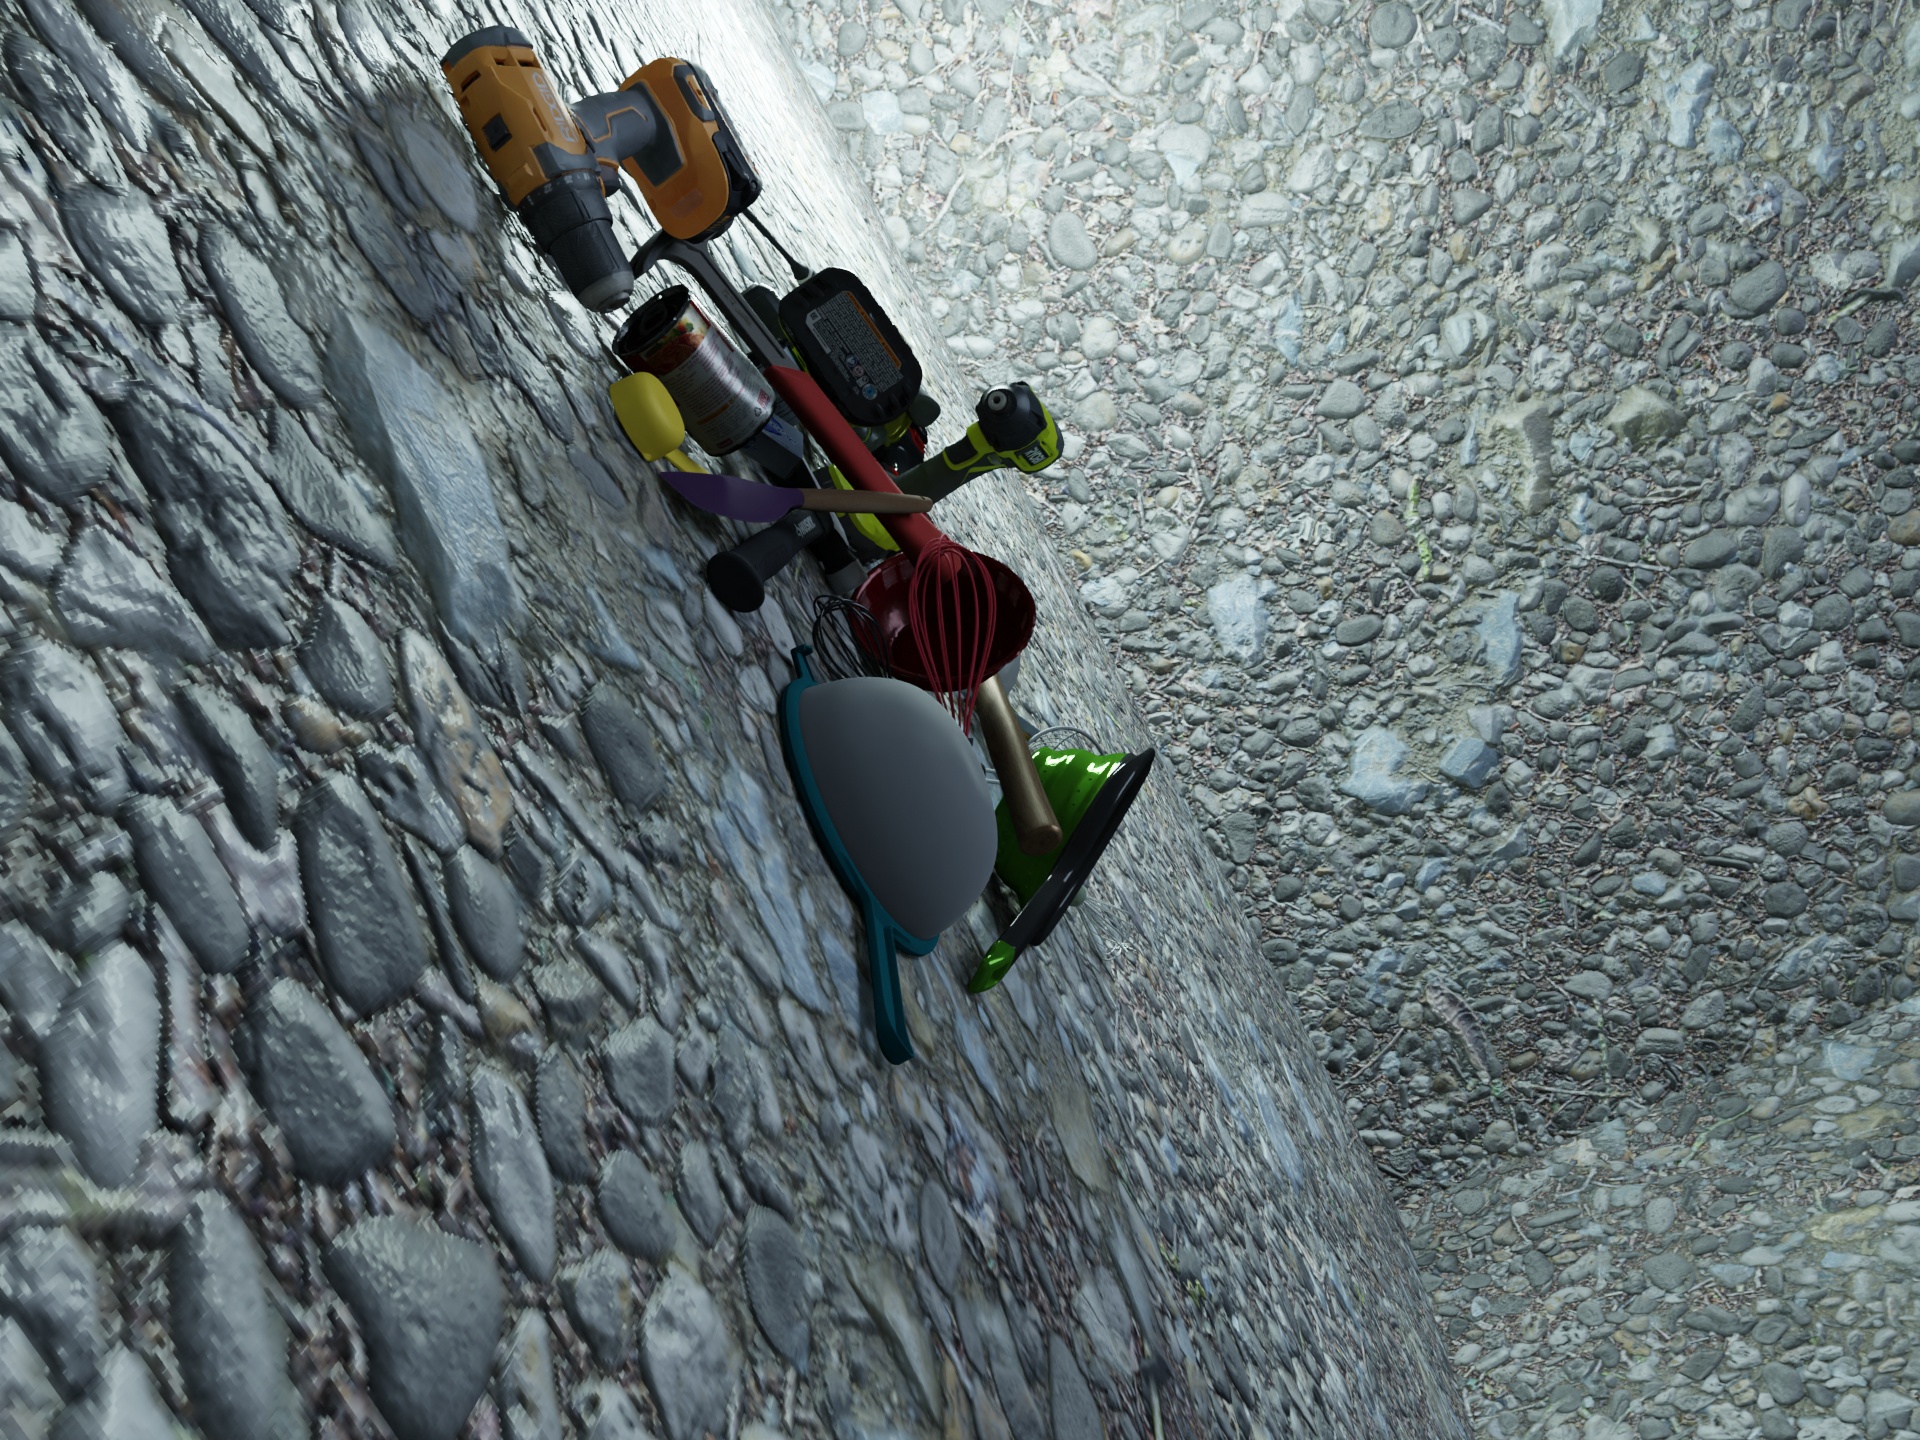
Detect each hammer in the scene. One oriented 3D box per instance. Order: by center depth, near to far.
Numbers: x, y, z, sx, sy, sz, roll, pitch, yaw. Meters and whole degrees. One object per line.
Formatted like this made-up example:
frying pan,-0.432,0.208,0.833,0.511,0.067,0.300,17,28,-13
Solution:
hammer,-0.138,-0.138,1.195,0.146,0.035,0.335,62,11,-11
hammer,-0.121,-0.245,1.271,0.358,0.037,0.149,51,38,-22
hammer,0.030,0.001,1.359,0.332,0.130,0.031,-107,172,-53
hammer,-0.161,-0.437,1.523,0.409,0.036,0.149,49,7,5

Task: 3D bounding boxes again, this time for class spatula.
spatula,-0.105,-0.162,1.175,0.060,0.018,0.316,41,23,20

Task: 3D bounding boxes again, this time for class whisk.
whisk,-0.055,-0.013,1.260,0.055,0.055,0.238,-104,168,-47
whisk,-0.002,-0.004,1.274,0.073,0.073,0.296,17,69,-75
whisk,-0.052,-0.116,1.523,0.051,0.047,0.245,65,14,3
whisk,0.123,0.185,1.646,0.059,0.058,0.246,27,-15,42

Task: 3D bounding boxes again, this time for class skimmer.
skimmer,0.060,0.059,1.507,0.363,0.090,0.127,13,90,-72

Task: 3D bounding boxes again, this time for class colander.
colander,0.054,0.114,1.341,0.094,0.204,0.397,31,25,10

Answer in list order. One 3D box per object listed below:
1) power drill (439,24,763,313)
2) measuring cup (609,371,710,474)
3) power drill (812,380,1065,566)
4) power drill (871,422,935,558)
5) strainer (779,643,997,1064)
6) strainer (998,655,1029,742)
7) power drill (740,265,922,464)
power drill,-0.230,-0.371,1.089,0.185,0.084,0.226,63,31,-3
measuring cup,-0.188,-0.189,1.092,0.062,0.029,0.156,68,12,22
power drill,-0.023,-0.230,1.440,0.080,0.223,0.171,65,11,9
power drill,-0.079,-0.263,1.658,0.143,0.078,0.220,52,19,-44
strainer,-0.025,0.083,1.045,0.210,0.095,0.341,57,12,-32
strainer,0.050,-0.055,1.773,0.256,0.069,0.152,49,18,-48
power drill,-0.125,-0.327,1.433,0.190,0.080,0.228,54,-11,-10
